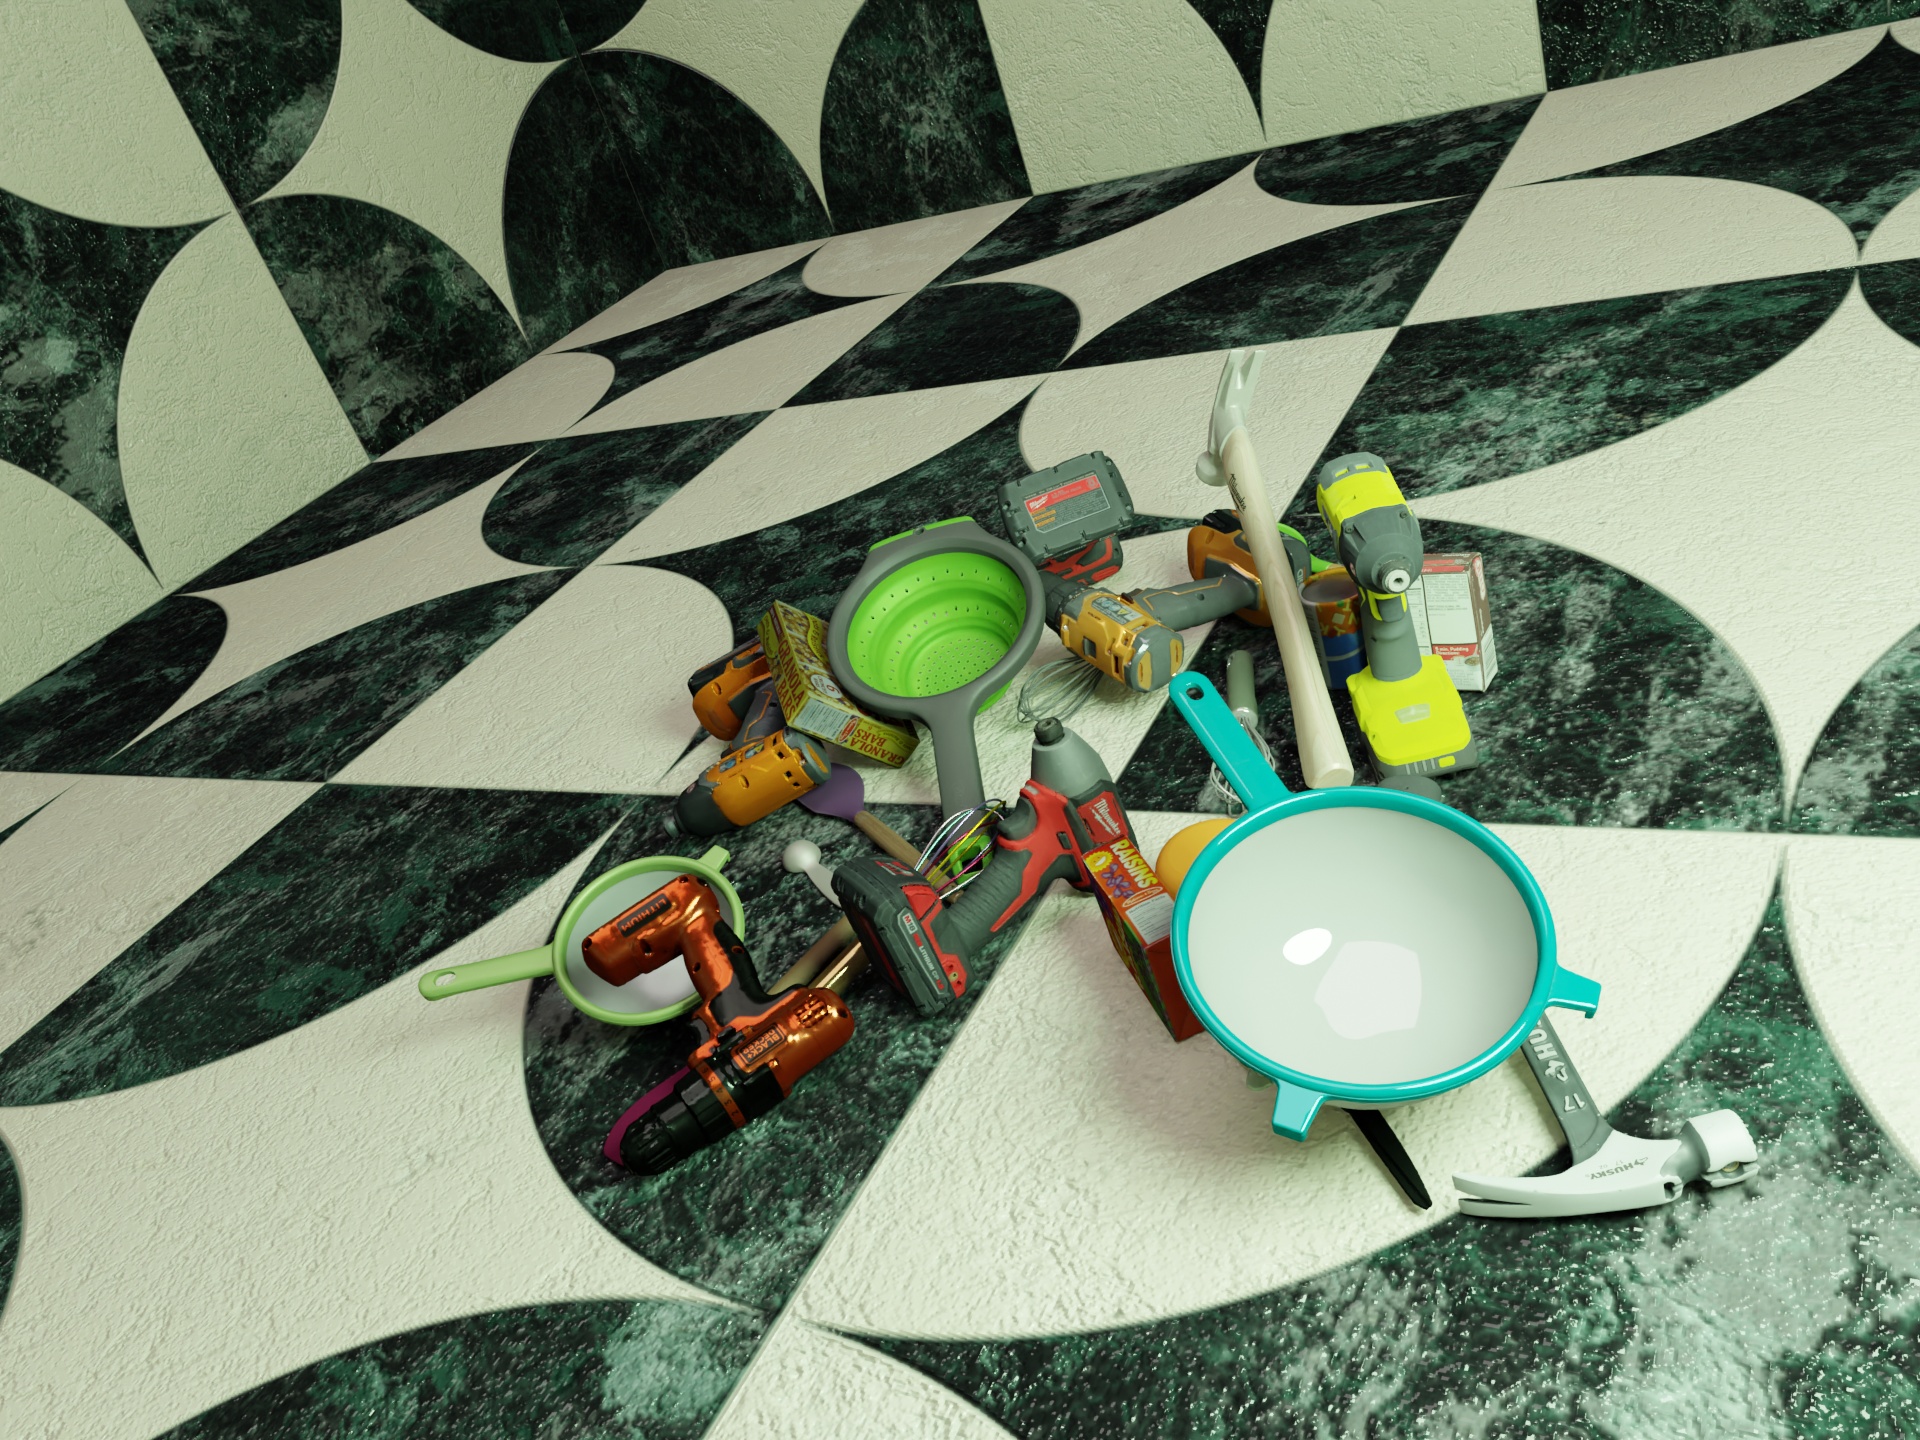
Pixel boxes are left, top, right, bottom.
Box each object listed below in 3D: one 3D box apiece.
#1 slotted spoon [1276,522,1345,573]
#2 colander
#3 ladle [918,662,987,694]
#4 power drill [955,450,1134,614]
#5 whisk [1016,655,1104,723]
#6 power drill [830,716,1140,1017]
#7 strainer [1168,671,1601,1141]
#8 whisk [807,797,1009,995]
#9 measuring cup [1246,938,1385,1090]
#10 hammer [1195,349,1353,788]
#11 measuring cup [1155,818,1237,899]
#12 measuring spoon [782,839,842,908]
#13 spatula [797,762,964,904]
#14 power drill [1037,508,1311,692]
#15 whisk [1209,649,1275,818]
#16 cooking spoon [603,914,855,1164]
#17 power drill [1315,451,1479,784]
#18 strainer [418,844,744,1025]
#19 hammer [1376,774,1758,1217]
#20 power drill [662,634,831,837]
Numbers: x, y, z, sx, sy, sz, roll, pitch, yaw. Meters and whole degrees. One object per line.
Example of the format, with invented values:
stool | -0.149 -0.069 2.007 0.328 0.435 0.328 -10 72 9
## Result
slotted spoon | 0.358 -0.129 1.466 0.070 0.031 0.314 -30 32 -17
colander | -0.002 -0.004 1.407 0.204 0.094 0.398 -16 51 9
ladle | -0.099 -0.029 1.583 0.315 0.031 0.069 -6 33 28
power drill | 0.075 -0.167 1.559 0.188 0.080 0.226 -21 -11 -5
whisk | 0.135 -0.062 1.473 0.055 0.055 0.239 13 39 45
power drill | 0.024 0.101 1.163 0.219 0.143 0.079 -33 29 -18
strainer | 0.210 0.105 0.969 0.211 0.095 0.341 -21 46 -7
whisk | -0.045 0.148 1.211 0.245 0.051 0.047 -44 17 -19
measuring cup | 0.219 0.168 0.991 0.083 0.038 0.167 12 34 35
hammer | 0.261 -0.124 1.309 0.038 0.146 0.411 -2 53 -7
measuring cup | 0.181 0.133 1.099 0.095 0.052 0.174 -14 31 12
measuring spoon | -0.116 0.127 1.332 0.034 0.018 0.124 -31 31 -18
spatula | -0.072 0.092 1.366 0.060 0.018 0.316 -29 29 -17
power drill | 0.183 -0.118 1.453 0.226 0.084 0.186 -26 39 -26
whisk | 0.233 0.005 1.303 0.059 0.057 0.246 18 30 -2
cooking spoon | -0.146 0.216 1.198 0.069 0.017 0.319 10 41 41
power drill | 0.320 -0.067 1.177 0.080 0.223 0.171 -15 29 10
strainer | -0.289 0.196 1.248 0.256 0.069 0.152 -12 50 0
hammer | 0.329 0.150 0.997 0.149 0.036 0.409 -18 28 7
power drill | -0.208 0.019 1.508 0.164 0.084 0.227 -28 31 10
